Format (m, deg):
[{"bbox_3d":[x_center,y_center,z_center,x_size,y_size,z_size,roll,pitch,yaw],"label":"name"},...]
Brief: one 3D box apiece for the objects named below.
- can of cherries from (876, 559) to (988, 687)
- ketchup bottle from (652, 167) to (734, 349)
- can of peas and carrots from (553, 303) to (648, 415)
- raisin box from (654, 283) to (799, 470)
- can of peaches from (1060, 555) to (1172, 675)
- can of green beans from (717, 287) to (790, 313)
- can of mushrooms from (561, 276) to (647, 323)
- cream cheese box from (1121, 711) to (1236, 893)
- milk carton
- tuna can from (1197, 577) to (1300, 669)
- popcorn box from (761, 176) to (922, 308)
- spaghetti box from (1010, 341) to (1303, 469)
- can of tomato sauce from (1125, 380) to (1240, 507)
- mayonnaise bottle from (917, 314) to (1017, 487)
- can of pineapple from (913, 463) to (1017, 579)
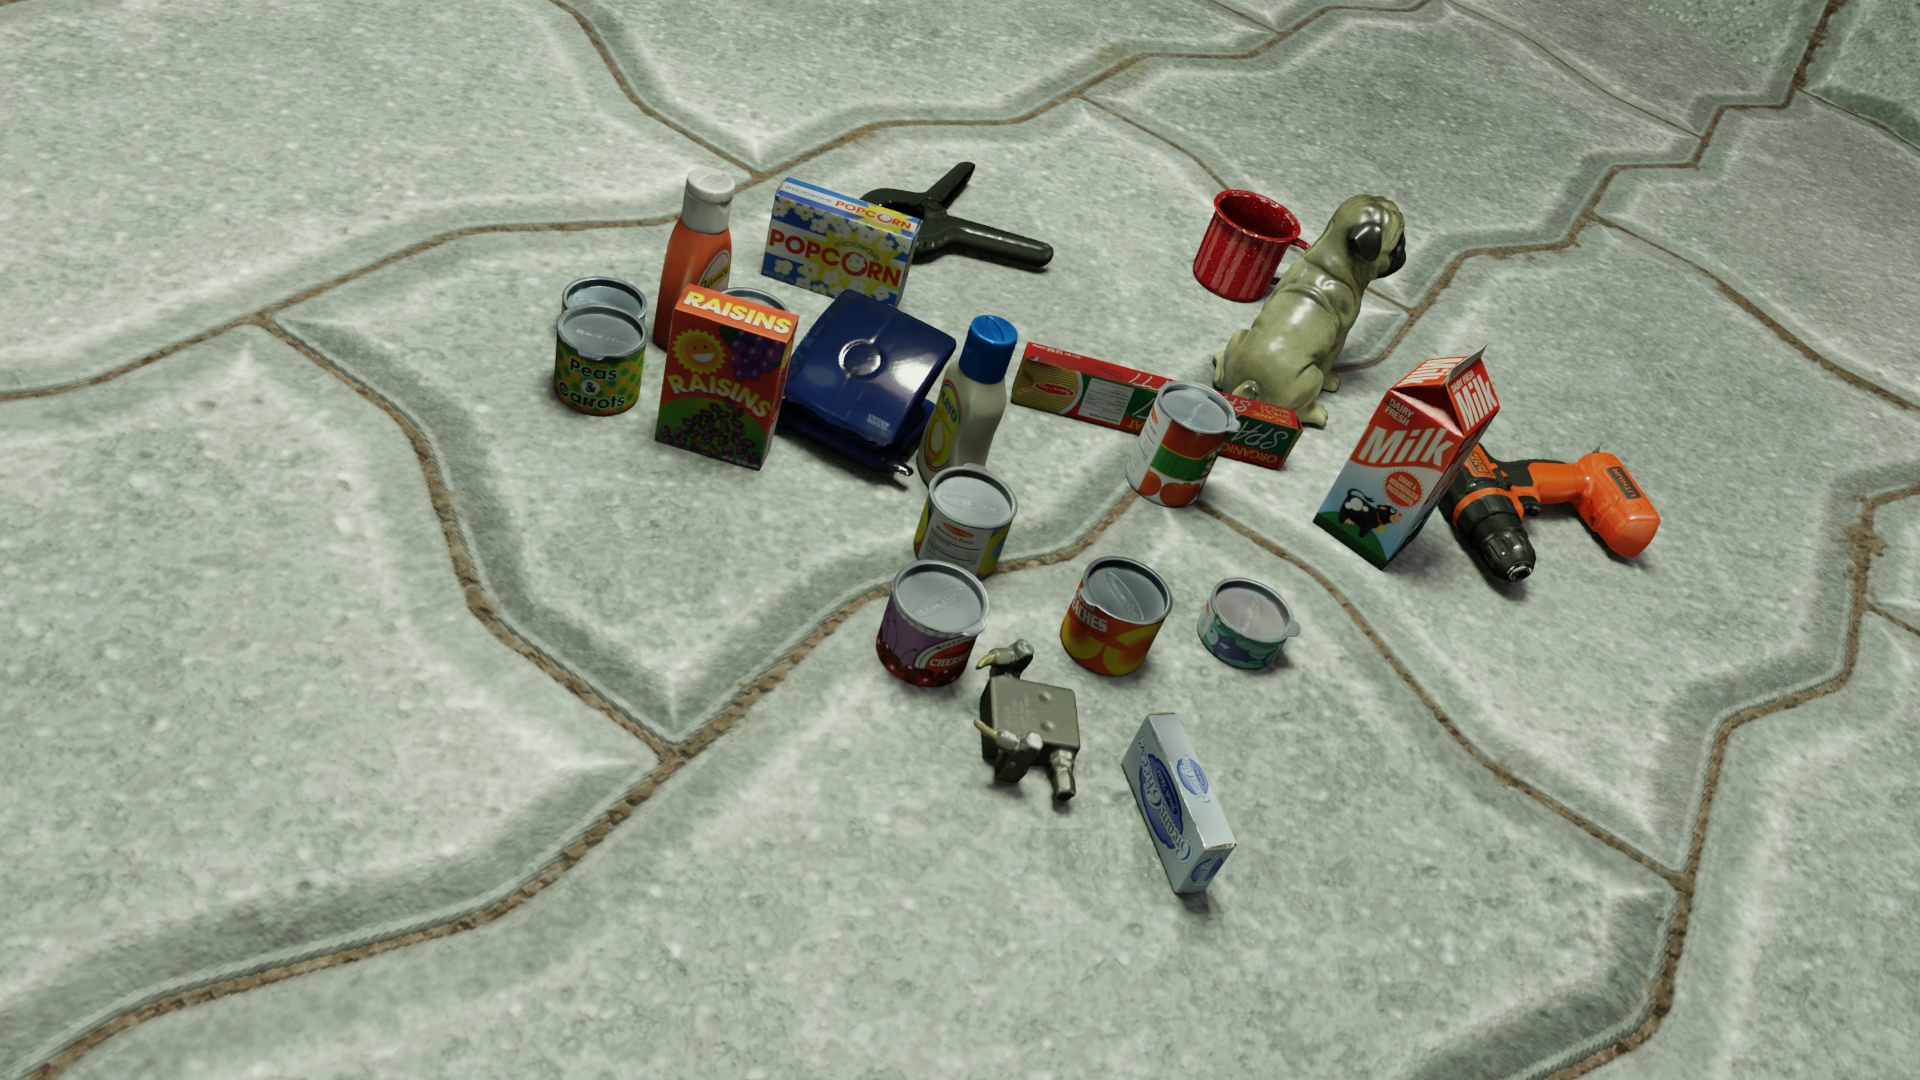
[{"bbox_3d":[-0.019,0.058,0.938,0.071,0.058,0.072,11,42,-10],"label":"can of cherries"},{"bbox_3d":[-0.208,-0.222,1.099,0.043,0.148,0.065,32,43,14],"label":"ketchup bottle"},{"bbox_3d":[-0.273,-0.135,1.050,0.071,0.058,0.071,11,42,-10],"label":"can of peas and carrots"},{"bbox_3d":[-0.173,-0.119,1.022,0.086,0.122,0.040,17,41,-3],"label":"raisin box"},{"bbox_3d":[0.108,0.054,0.990,0.071,0.057,0.071,11,42,-10],"label":"can of peaches"},{"bbox_3d":[-0.173,-0.161,1.116,0.071,0.057,0.071,11,42,-10],"label":"can of green beans"},{"bbox_3d":[-0.286,-0.178,1.110,0.071,0.033,0.071,11,42,-10],"label":"can of mushrooms"},{"bbox_3d":[0.138,0.166,0.885,0.024,0.053,0.104,0,45,-21],"label":"cream cheese box"},{"bbox_3d":[0.368,-0.075,1.127,0.073,0.189,0.073,39,45,21],"label":"milk carton"},{"bbox_3d":[0.216,0.063,1.040,0.071,0.032,0.071,11,42,-10],"label":"tuna can"},{"bbox_3d":[-0.106,-0.259,1.225,0.127,0.084,0.038,18,41,-2],"label":"popcorn box"},{"bbox_3d":[0.169,-0.115,1.201,0.250,0.049,0.029,14,42,-7],"label":"spaghetti box"},{"bbox_3d":[0.182,-0.078,1.141,0.071,0.082,0.071,11,42,-10],"label":"can of tomato sauce"},{"bbox_3d":[0.006,-0.102,1.051,0.041,0.147,0.065,-6,47,-26],"label":"mayonnaise bottle"},{"bbox_3d":[0.004,-0.013,1.023,0.071,0.057,0.071,11,42,-10],"label":"can of pineapple"}]
